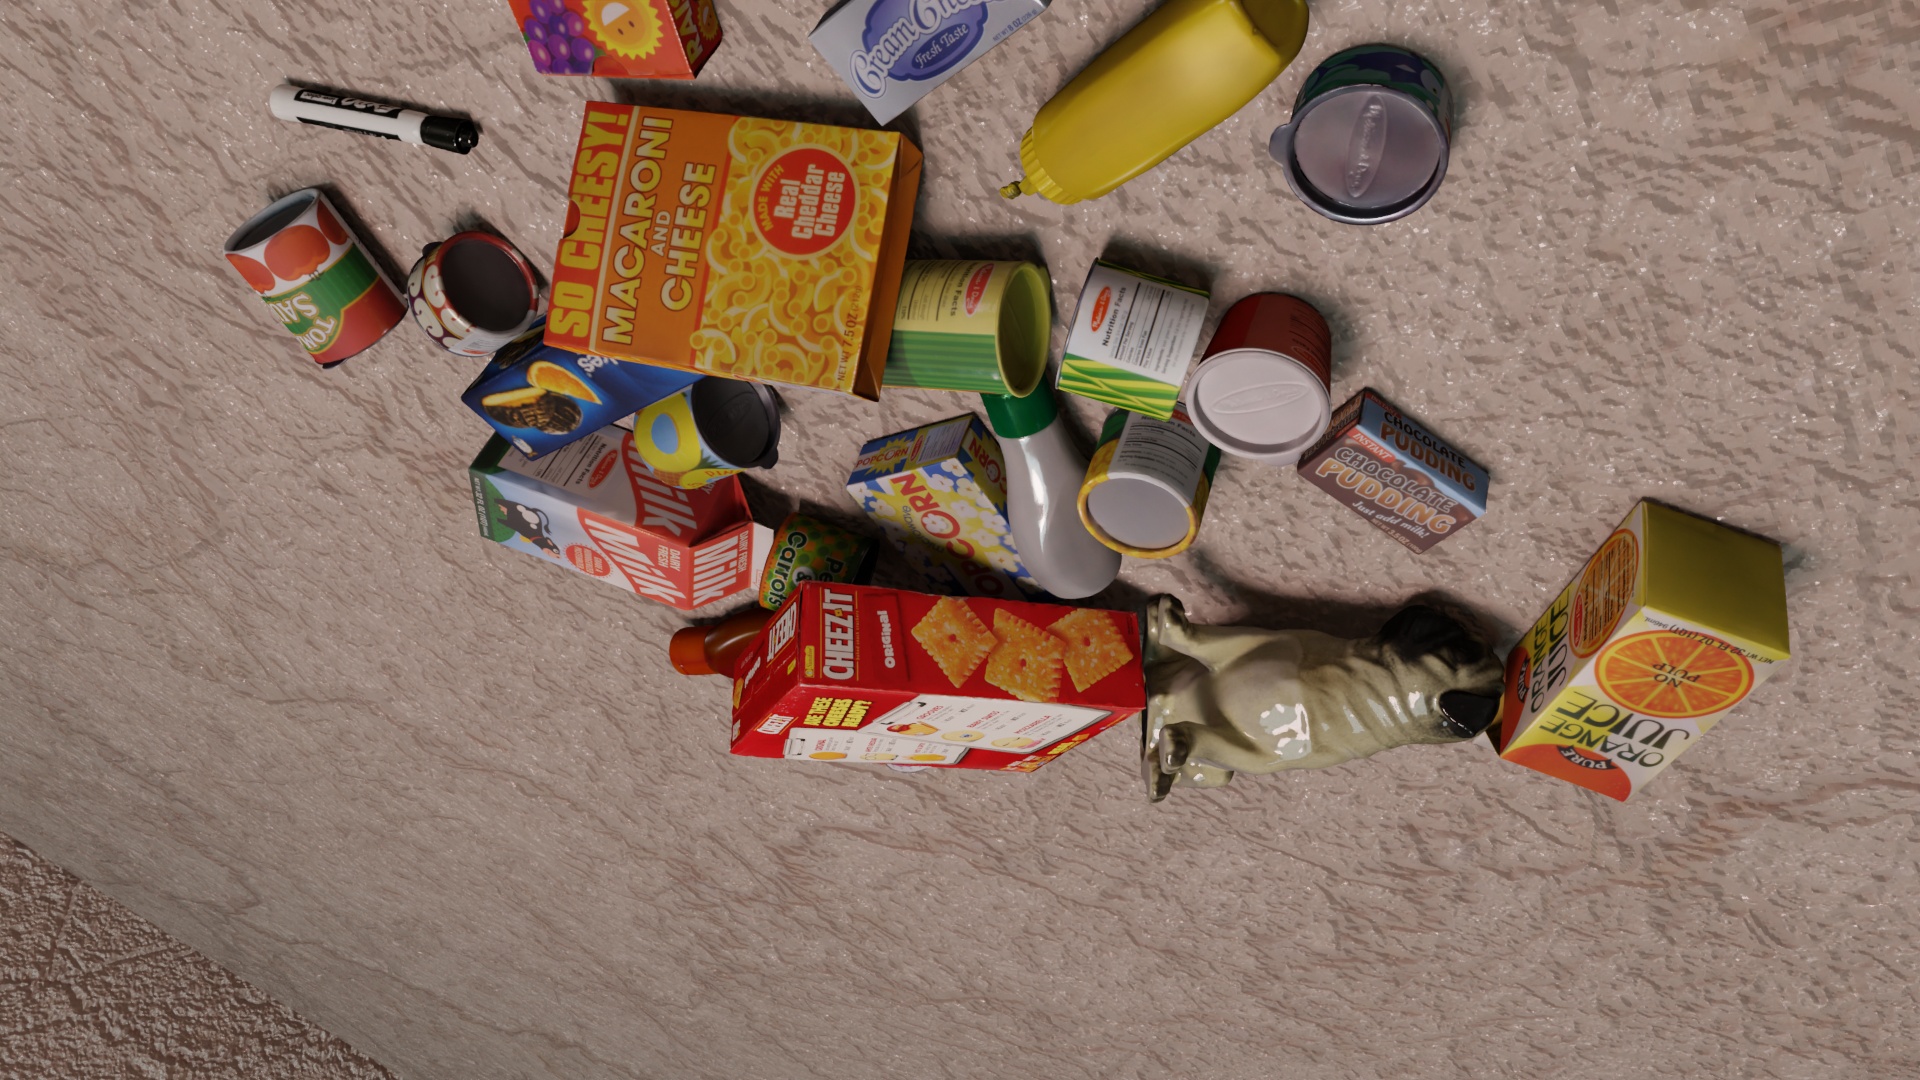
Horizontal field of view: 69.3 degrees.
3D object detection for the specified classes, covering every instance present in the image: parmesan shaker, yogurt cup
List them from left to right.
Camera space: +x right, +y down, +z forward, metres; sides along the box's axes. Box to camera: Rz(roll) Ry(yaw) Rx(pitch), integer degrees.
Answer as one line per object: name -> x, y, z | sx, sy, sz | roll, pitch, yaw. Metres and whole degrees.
parmesan shaker -> -0.013, -0.110, 0.700 | 0.103, 0.072, 0.071 | 6, 139, 26
yogurt cup -> 0.146, -0.081, 0.664 | 0.072, 0.054, 0.072 | 14, 141, 12

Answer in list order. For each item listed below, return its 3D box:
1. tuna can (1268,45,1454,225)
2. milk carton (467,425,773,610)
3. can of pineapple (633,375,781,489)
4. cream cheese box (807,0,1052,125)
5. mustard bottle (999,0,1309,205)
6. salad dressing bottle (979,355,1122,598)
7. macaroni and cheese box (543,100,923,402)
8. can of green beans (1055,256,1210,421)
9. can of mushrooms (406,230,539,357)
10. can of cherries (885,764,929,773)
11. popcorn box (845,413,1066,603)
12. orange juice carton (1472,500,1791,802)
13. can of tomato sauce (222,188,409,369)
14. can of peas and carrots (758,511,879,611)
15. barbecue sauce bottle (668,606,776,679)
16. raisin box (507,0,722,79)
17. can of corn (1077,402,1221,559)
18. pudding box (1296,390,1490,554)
tuna can -> 0.165, -0.166, 0.571 | 0.071, 0.033, 0.070 | 14, 141, 12
milk carton -> -0.211, -0.017, 0.900 | 0.191, 0.074, 0.072 | 19, 142, 4
can of pineapple -> -0.148, -0.066, 0.817 | 0.057, 0.071, 0.071 | -16, 128, 40
cream cheese box -> -0.013, -0.227, 0.596 | 0.103, 0.024, 0.053 | -22, 122, 42
mustard bottle -> 0.071, -0.180, 0.581 | 0.048, 0.065, 0.159 | 44, 143, -17
salad dressing bottle -> 0.047, -0.037, 0.764 | 0.044, 0.064, 0.147 | 16, 138, 45
macaroni and cheese box -> -0.112, -0.141, 0.671 | 0.166, 0.123, 0.040 | 10, 180, 15
can of green beans -> 0.083, -0.096, 0.667 | 0.058, 0.071, 0.071 | 18, 141, 5
can of mushrooms -> -0.279, -0.143, 0.794 | 0.033, 0.071, 0.071 | -18, 126, 40
can of cherries -> -0.037, 0.121, 0.982 | 0.071, 0.072, 0.058 | -4, 133, 30
popcorn box -> 0.003, -0.010, 0.830 | 0.085, 0.038, 0.126 | -12, 130, 36
orange juice carton -> 0.343, 0.073, 0.730 | 0.072, 0.073, 0.191 | 19, 142, 5
can of tomato sauce -> -0.384, -0.156, 0.827 | 0.071, 0.071, 0.082 | -3, 134, 29
can of peas and carrots -> -0.091, 0.021, 0.889 | 0.059, 0.071, 0.070 | 19, 142, 6
barbecue sauce bottle -> -0.146, 0.076, 1.003 | 0.148, 0.044, 0.064 | -7, 133, 33
raisin box -> -0.165, -0.268, 0.611 | 0.086, 0.040, 0.122 | 7, 140, 18
can of corn -> 0.100, -0.031, 0.742 | 0.071, 0.058, 0.070 | 14, 141, 12
pudding box -> 0.219, -0.034, 0.702 | 0.083, 0.030, 0.049 | 32, 140, -12
